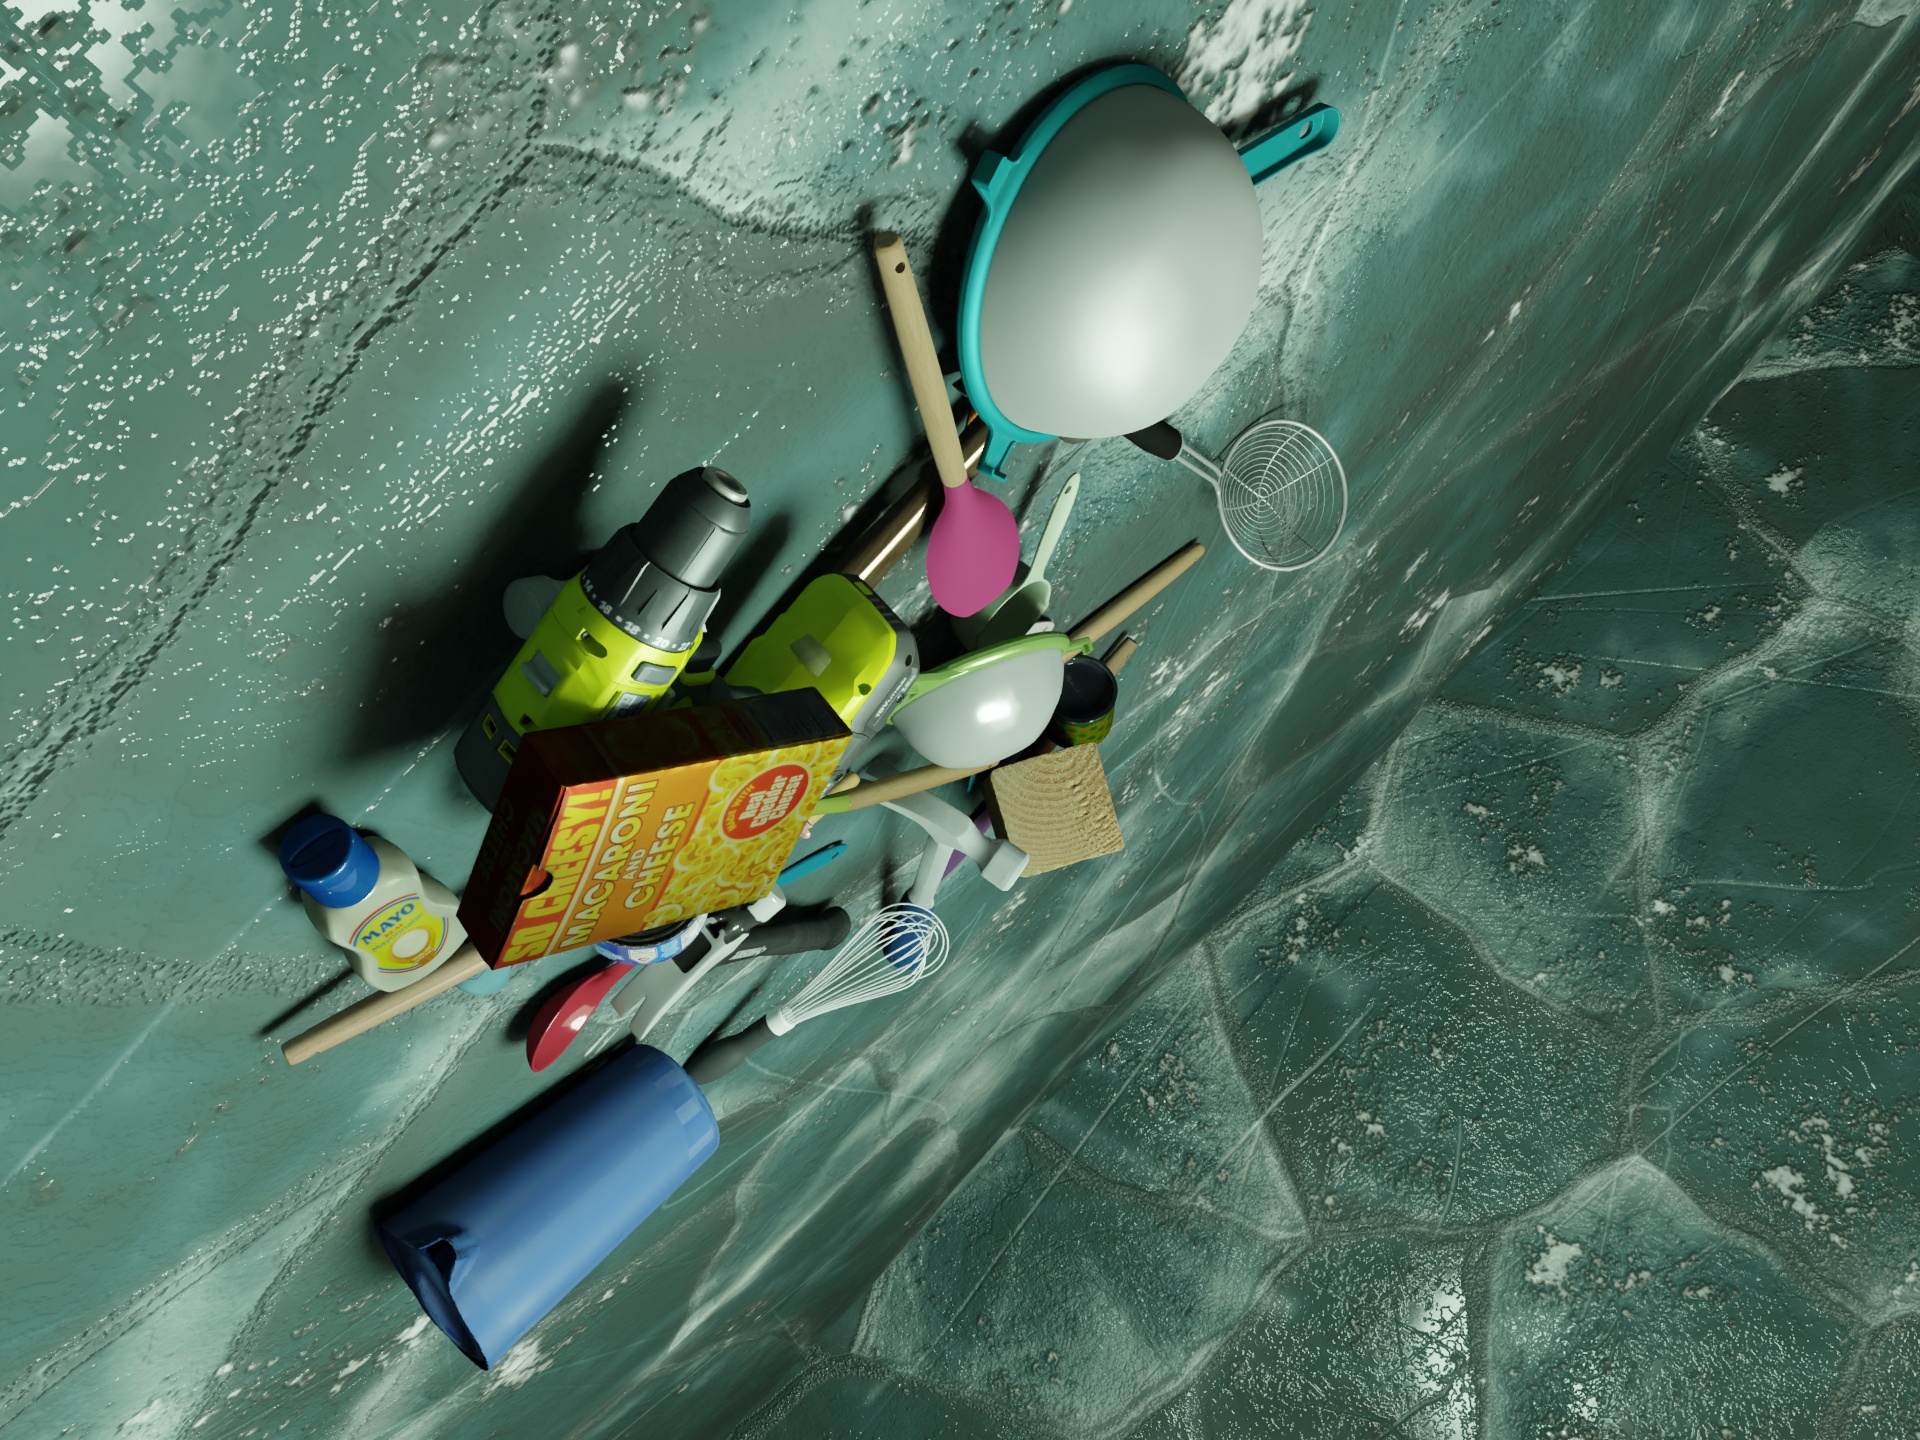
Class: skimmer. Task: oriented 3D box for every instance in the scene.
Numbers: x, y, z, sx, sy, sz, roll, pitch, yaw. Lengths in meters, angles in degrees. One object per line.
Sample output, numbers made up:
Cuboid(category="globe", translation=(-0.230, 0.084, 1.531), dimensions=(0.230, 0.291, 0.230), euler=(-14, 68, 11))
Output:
Cuboid(category="skimmer", translation=(0.210, -0.198, 1.225), dimensions=(0.363, 0.090, 0.127), euler=(8, 91, -63))

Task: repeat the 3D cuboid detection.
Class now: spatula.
Cuboid(category="spatula", translation=(0.062, 0.045, 1.492), dimensions=(0.316, 0.018, 0.059), euler=(-51, 160, 17))
Cuboid(category="spatula", translation=(0.107, -0.059, 1.349), dimensions=(0.317, 0.044, 0.082), euler=(-38, 161, -25))

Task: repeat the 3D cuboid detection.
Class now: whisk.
Cuboid(category="whisk", translation=(-0.130, 0.240, 1.362), dimensions=(0.284, 0.070, 0.070), euler=(-33, 164, 18))

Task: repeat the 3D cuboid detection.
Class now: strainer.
Cuboid(category="strainer", translation=(0.143, -0.269, 0.895), dimensions=(0.340, 0.095, 0.210), euler=(-38, 145, -30))
Cuboid(category="strainer", translation=(-0.002, -0.004, 1.110), dimensions=(0.151, 0.069, 0.256), euler=(-25, 172, 23))

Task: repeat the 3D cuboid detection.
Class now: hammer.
Cuboid(category="hammer", translation=(-0.151, 0.172, 1.226), dimensions=(0.146, 0.035, 0.334), euler=(-41, 169, 5))
Cuboid(category="hammer", translation=(-0.231, 0.042, 0.886), dimensions=(0.128, 0.033, 0.330), euler=(-20, 148, -48))
Cuboid(category="hammer", translation=(-0.038, 0.146, 1.377), dimensions=(0.035, 0.144, 0.405), euler=(-52, 172, -22))
Cuboid(category="hammer", translation=(-0.054, -0.099, 0.956), dimensions=(0.331, 0.031, 0.130), euler=(-46, 152, 5))

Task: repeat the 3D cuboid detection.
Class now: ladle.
Cuboid(category="ladle", translation=(-0.191, 0.136, 1.152), dimensions=(0.315, 0.031, 0.069), euler=(-40, 164, -22))
Cuboid(category="ladle", translation=(-0.060, 0.062, 1.123), dimensions=(0.078, 0.062, 0.320), euler=(-44, 162, 33))

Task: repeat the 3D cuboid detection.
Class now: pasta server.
Cuboid(category="pasta server", translation=(-0.233, 0.120, 0.918), dimensions=(0.316, 0.040, 0.060), euler=(-27, 167, -19))

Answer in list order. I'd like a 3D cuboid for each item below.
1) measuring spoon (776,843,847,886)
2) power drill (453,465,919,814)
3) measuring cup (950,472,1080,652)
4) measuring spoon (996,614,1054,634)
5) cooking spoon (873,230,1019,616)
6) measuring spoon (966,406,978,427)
Cuboid(category="measuring spoon", translation=(-0.132, 0.130, 1.260), dimensions=(0.128, 0.021, 0.042), euler=(-26, 152, -40))
Cuboid(category="power drill", translation=(-0.121, -0.031, 0.805), dimensions=(0.190, 0.080, 0.228), euler=(-51, 155, 17))
Cuboid(category="measuring cup", translation=(0.040, -0.115, 1.123), dimensions=(0.083, 0.038, 0.167), euler=(-26, 149, -44))
Cuboid(category="measuring spoon", translation=(0.048, -0.075, 1.253), dimensions=(0.034, 0.018, 0.124), euler=(-52, 166, 15))
Cuboid(category="cooking spoon", translation=(-0.008, -0.151, 0.888), dimensions=(0.069, 0.017, 0.318), euler=(-37, 151, -10))
Cuboid(category="measuring spoon", translation=(0.021, -0.202, 0.953), dimensions=(0.021, 0.011, 0.116), euler=(-29, 154, -39))
